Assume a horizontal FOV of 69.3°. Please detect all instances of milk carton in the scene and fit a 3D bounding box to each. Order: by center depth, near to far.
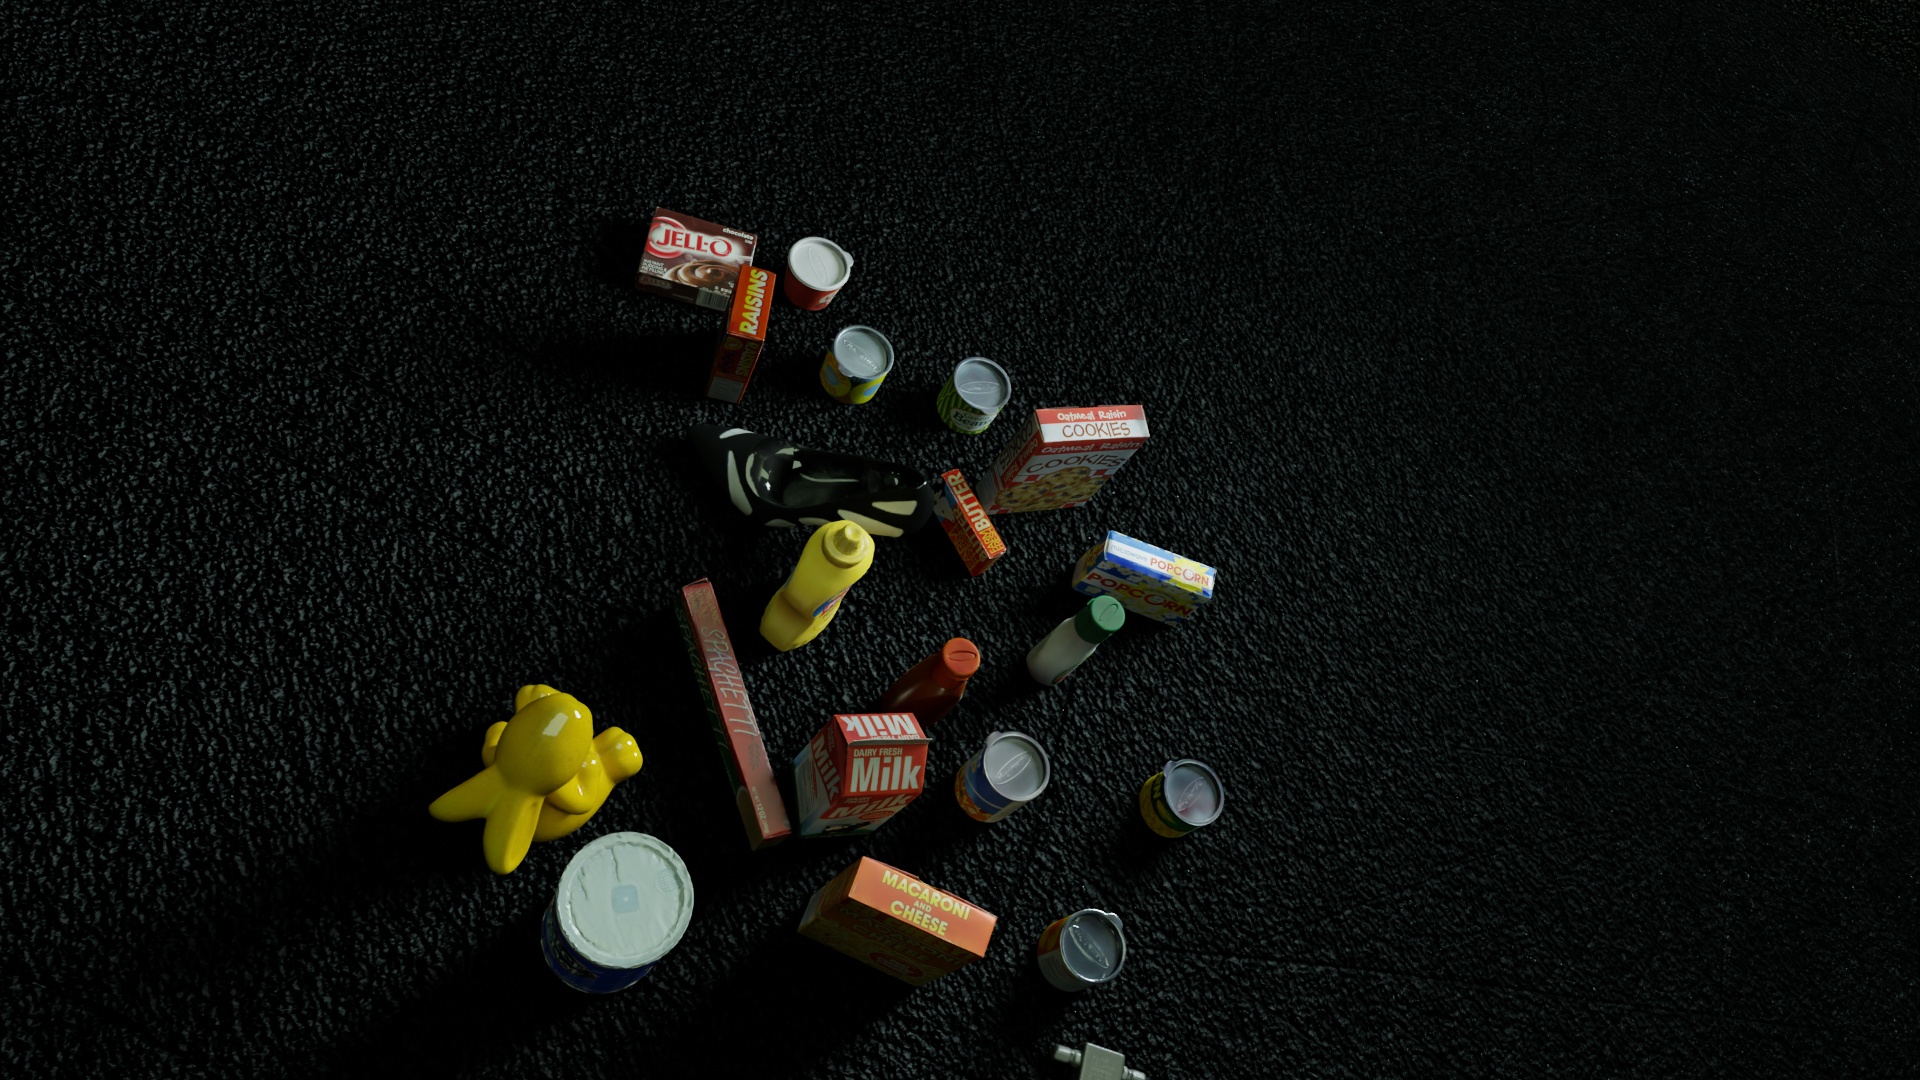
[{"bbox_3d":[-0.088,0.201,1.209,0.072,0.189,0.074,1,65,-22],"label":"milk carton"}]

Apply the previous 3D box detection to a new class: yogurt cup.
[{"bbox_3d":[-0.159,-0.286,1.506,0.072,0.053,0.072,9,62,-18],"label":"yogurt cup"}]

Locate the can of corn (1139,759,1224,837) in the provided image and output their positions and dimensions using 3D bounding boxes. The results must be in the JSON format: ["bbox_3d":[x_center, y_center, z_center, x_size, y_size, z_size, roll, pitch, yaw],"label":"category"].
[{"bbox_3d":[0.217,0.256,1.383,0.071,0.058,0.071,9,62,-18],"label":"can of corn"}]

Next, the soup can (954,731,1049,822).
[{"bbox_3d":[0.036,0.222,1.312,0.071,0.083,0.071,9,62,-18],"label":"soup can"}]

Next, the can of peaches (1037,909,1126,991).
[{"bbox_3d":[0.112,0.377,1.280,0.071,0.057,0.071,9,62,-18],"label":"can of peaches"}]

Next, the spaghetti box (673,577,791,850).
[{"bbox_3d":[-0.210,0.157,1.265,0.029,0.050,0.250,-13,70,-27],"label":"spaghetti box"}]

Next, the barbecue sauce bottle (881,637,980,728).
[{"bbox_3d":[-0.024,0.134,1.293,0.065,0.148,0.044,0,65,-22],"label":"barbecue sauce bottle"}]

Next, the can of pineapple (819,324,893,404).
[{"bbox_3d":[-0.112,-0.185,1.471,0.071,0.057,0.071,9,62,-18],"label":"can of pineapple"}]

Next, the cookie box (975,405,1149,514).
[{"bbox_3d":[0.103,-0.084,1.443,0.123,0.166,0.040,-5,68,-24],"label":"cookie box"}]

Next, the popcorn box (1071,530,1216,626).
[{"bbox_3d":[0.192,0.041,1.466,0.127,0.085,0.038,20,59,-12],"label":"popcorn box"}]

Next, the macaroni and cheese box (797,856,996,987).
[{"bbox_3d":[-0.057,0.324,1.174,0.124,0.165,0.040,27,58,-8],"label":"macaroni and cheese box"}]

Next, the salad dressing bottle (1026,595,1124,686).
[{"bbox_3d":[0.113,0.098,1.367,0.064,0.147,0.044,-38,83,-32],"label":"salad dressing bottle"}]

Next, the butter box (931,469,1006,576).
[{"bbox_3d":[0.005,-0.018,1.438,0.024,0.053,0.103,-23,75,-30],"label":"butter box"}]

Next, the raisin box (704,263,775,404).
[{"bbox_3d":[-0.223,-0.207,1.398,0.040,0.122,0.086,15,61,-15],"label":"raisin box"}]

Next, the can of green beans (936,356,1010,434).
[{"bbox_3d":[0.014,-0.156,1.508,0.071,0.057,0.071,9,62,-18],"label":"can of green beans"}]
